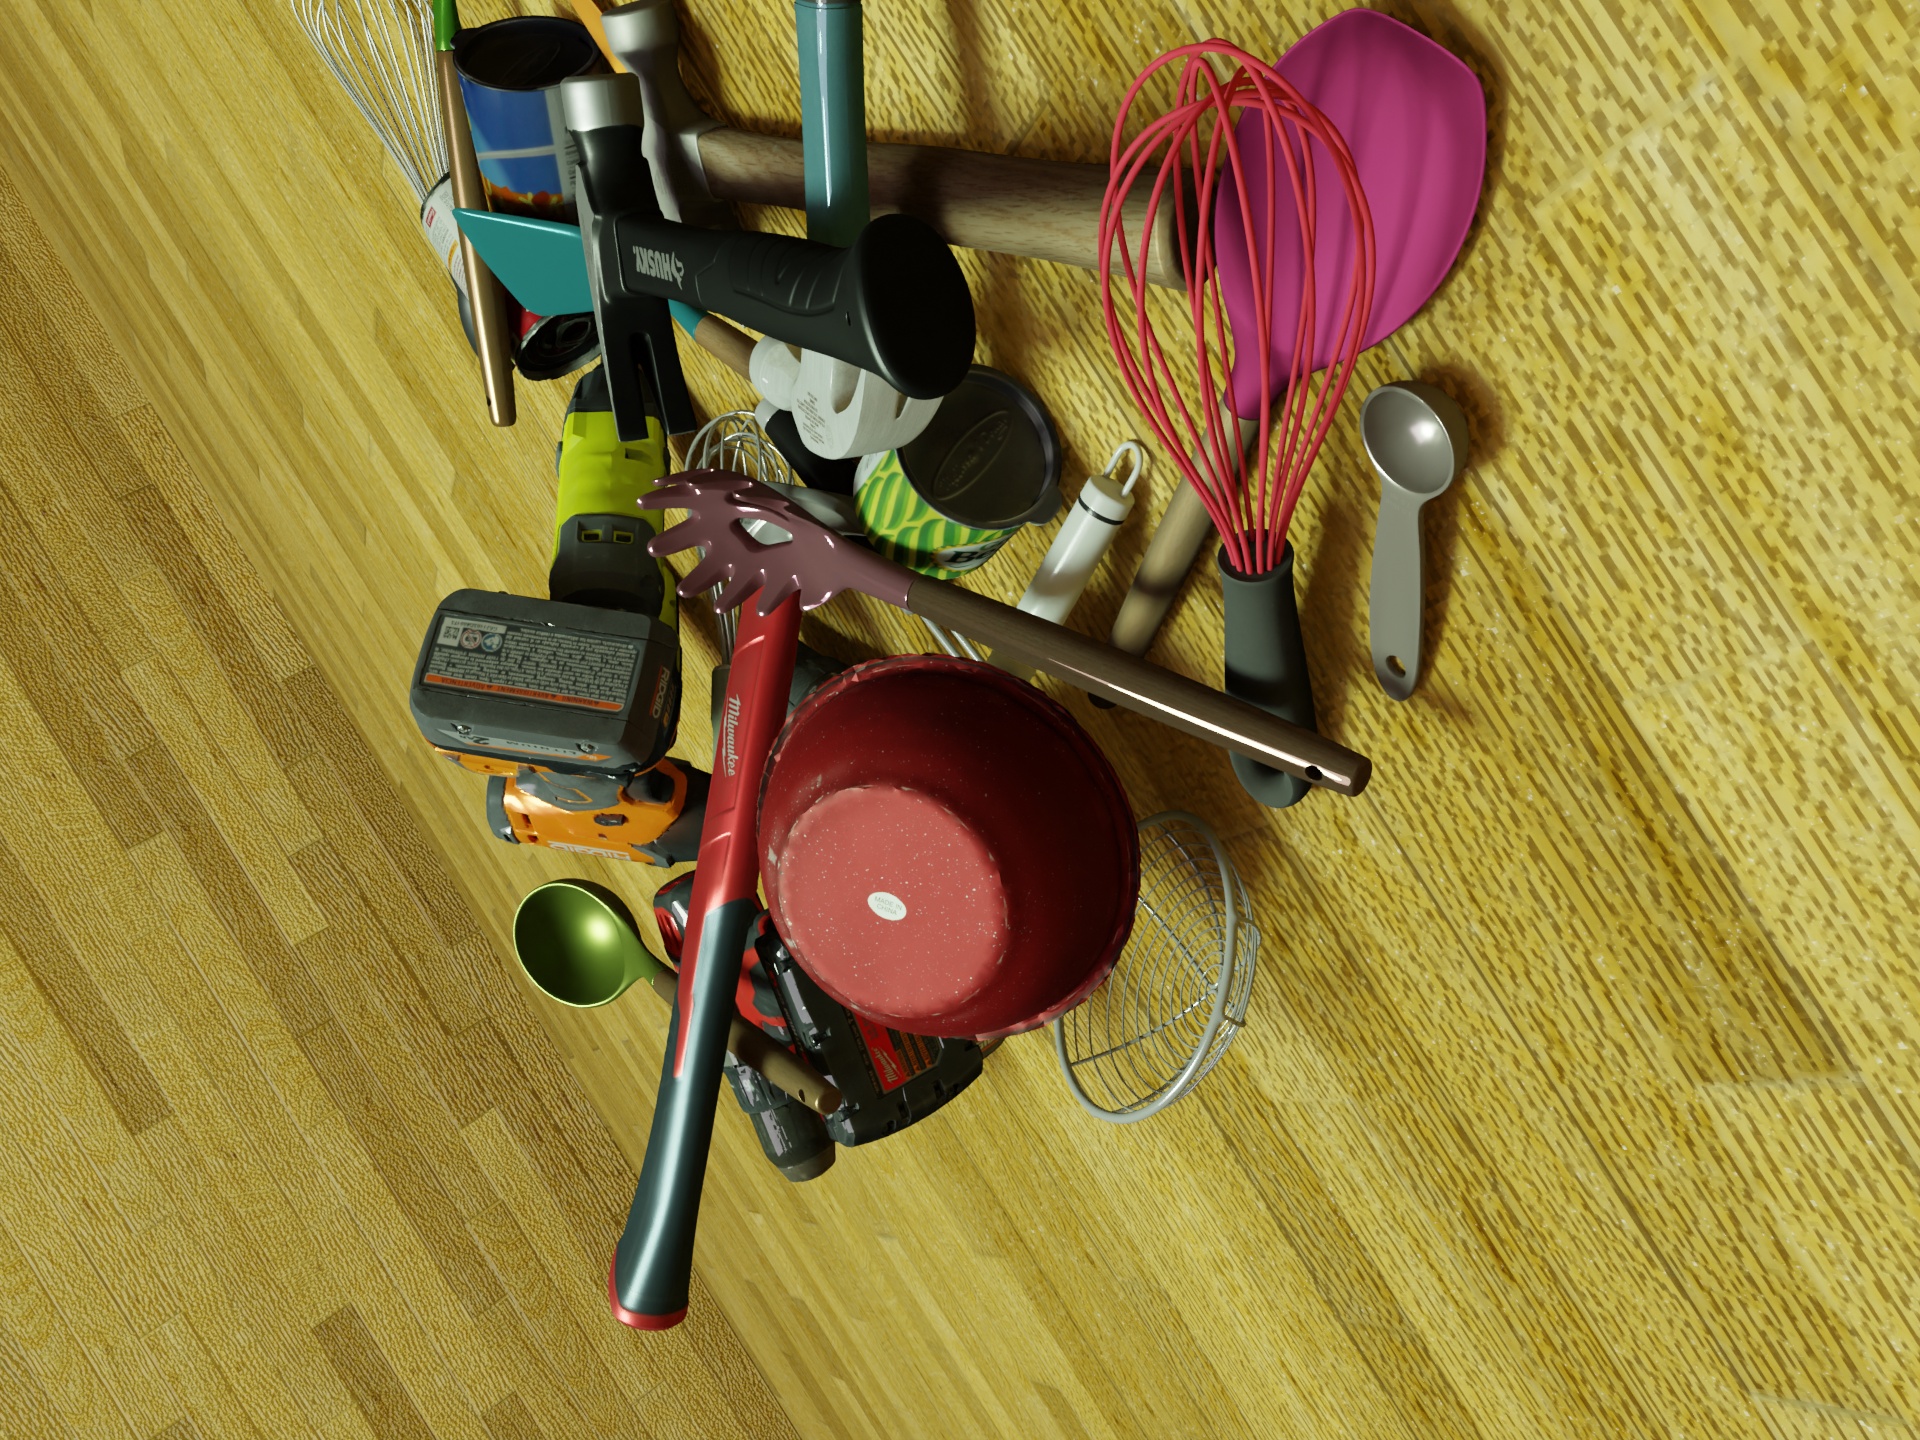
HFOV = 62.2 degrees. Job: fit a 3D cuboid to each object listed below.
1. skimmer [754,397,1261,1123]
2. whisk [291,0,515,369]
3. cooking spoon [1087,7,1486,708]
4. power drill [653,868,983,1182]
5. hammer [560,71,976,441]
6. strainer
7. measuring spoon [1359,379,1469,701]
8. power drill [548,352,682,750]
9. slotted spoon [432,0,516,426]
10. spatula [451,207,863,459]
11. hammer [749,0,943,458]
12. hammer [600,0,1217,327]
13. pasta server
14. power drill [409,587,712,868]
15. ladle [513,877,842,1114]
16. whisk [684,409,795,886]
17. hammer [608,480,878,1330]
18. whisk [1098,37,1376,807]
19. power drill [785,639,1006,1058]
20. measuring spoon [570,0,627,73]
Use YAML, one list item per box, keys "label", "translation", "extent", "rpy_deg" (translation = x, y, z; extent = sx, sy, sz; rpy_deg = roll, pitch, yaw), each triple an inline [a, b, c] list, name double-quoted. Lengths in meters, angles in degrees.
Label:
- label: "skimmer"
  translation: [-0.001, -0.002, 0.681]
  extent: [0.363, 0.090, 0.127]
  rpy_deg: [53, 133, 15]
- label: "whisk"
  translation: [-0.311, -0.317, 0.927]
  extent: [0.070, 0.070, 0.284]
  rpy_deg: [40, 154, 33]
- label: "cooking spoon"
  translation: [0.084, -0.087, 0.516]
  extent: [0.069, 0.017, 0.318]
  rpy_deg: [37, 150, 10]
- label: "power drill"
  translation: [-0.080, 0.165, 0.835]
  extent: [0.227, 0.080, 0.188]
  rpy_deg: [-12, 100, 61]
- label: "hammer"
  translation: [-0.078, -0.147, 0.545]
  extent: [0.335, 0.035, 0.146]
  rpy_deg: [-143, 44, -58]
- label: "strainer"
  translation: [0.006, -0.002, 0.626]
  extent: [0.258, 0.050, 0.087]
  rpy_deg: [-61, 40, 30]
- label: "measuring spoon"
  translation: [0.136, -0.051, 0.475]
  extent: [0.034, 0.018, 0.124]
  rpy_deg: [42, 157, 37]
- label: "power drill"
  translation: [-0.198, -0.088, 0.913]
  extent: [0.223, 0.080, 0.171]
  rpy_deg: [110, 159, -59]
- label: "slotted spoon"
  translation: [-0.246, -0.301, 0.781]
  extent: [0.070, 0.031, 0.313]
  rpy_deg: [26, 125, 49]
- label: "spatula"
  translation: [-0.104, -0.156, 0.718]
  extent: [0.318, 0.044, 0.082]
  rpy_deg: [37, 170, 25]
- label: "hammer"
  translation: [-0.043, -0.238, 0.491]
  extent: [0.128, 0.033, 0.330]
  rpy_deg: [46, 144, 50]
- label: "hammer"
  translation: [-0.031, -0.195, 0.588]
  extent: [0.332, 0.031, 0.130]
  rpy_deg: [28, 142, 46]
- label: "pasta server"
  translation: [0.000, -0.034, 0.572]
  extent: [0.316, 0.040, 0.060]
  rpy_deg: [25, 137, 34]
- label: "power drill"
  translation: [-0.186, 0.019, 0.846]
  extent: [0.164, 0.084, 0.226]
  rpy_deg: [9, 158, 2]
- label: "ladle"
  translation: [-0.152, 0.145, 0.814]
  extent: [0.320, 0.062, 0.078]
  rpy_deg: [15, 115, 56]
- label: "whisk"
  translation: [-0.110, -0.032, 0.780]
  extent: [0.057, 0.059, 0.246]
  rpy_deg: [19, -110, -71]
- label: "hammer"
  translation: [-0.098, 0.089, 0.704]
  extent: [0.143, 0.038, 0.386]
  rpy_deg: [16, 98, 48]
- label: "whisk"
  translation: [0.087, -0.062, 0.473]
  extent: [0.073, 0.073, 0.295]
  rpy_deg: [39, 159, 35]
- label: "power drill"
  translation: [-0.049, 0.069, 0.867]
  extent: [0.186, 0.084, 0.226]
  rpy_deg: [36, 142, 39]
- label: "measuring spoon"
  translation: [-0.153, -0.305, 0.713]
  extent: [0.117, 0.011, 0.021]
  rpy_deg: [54, 151, 0]
